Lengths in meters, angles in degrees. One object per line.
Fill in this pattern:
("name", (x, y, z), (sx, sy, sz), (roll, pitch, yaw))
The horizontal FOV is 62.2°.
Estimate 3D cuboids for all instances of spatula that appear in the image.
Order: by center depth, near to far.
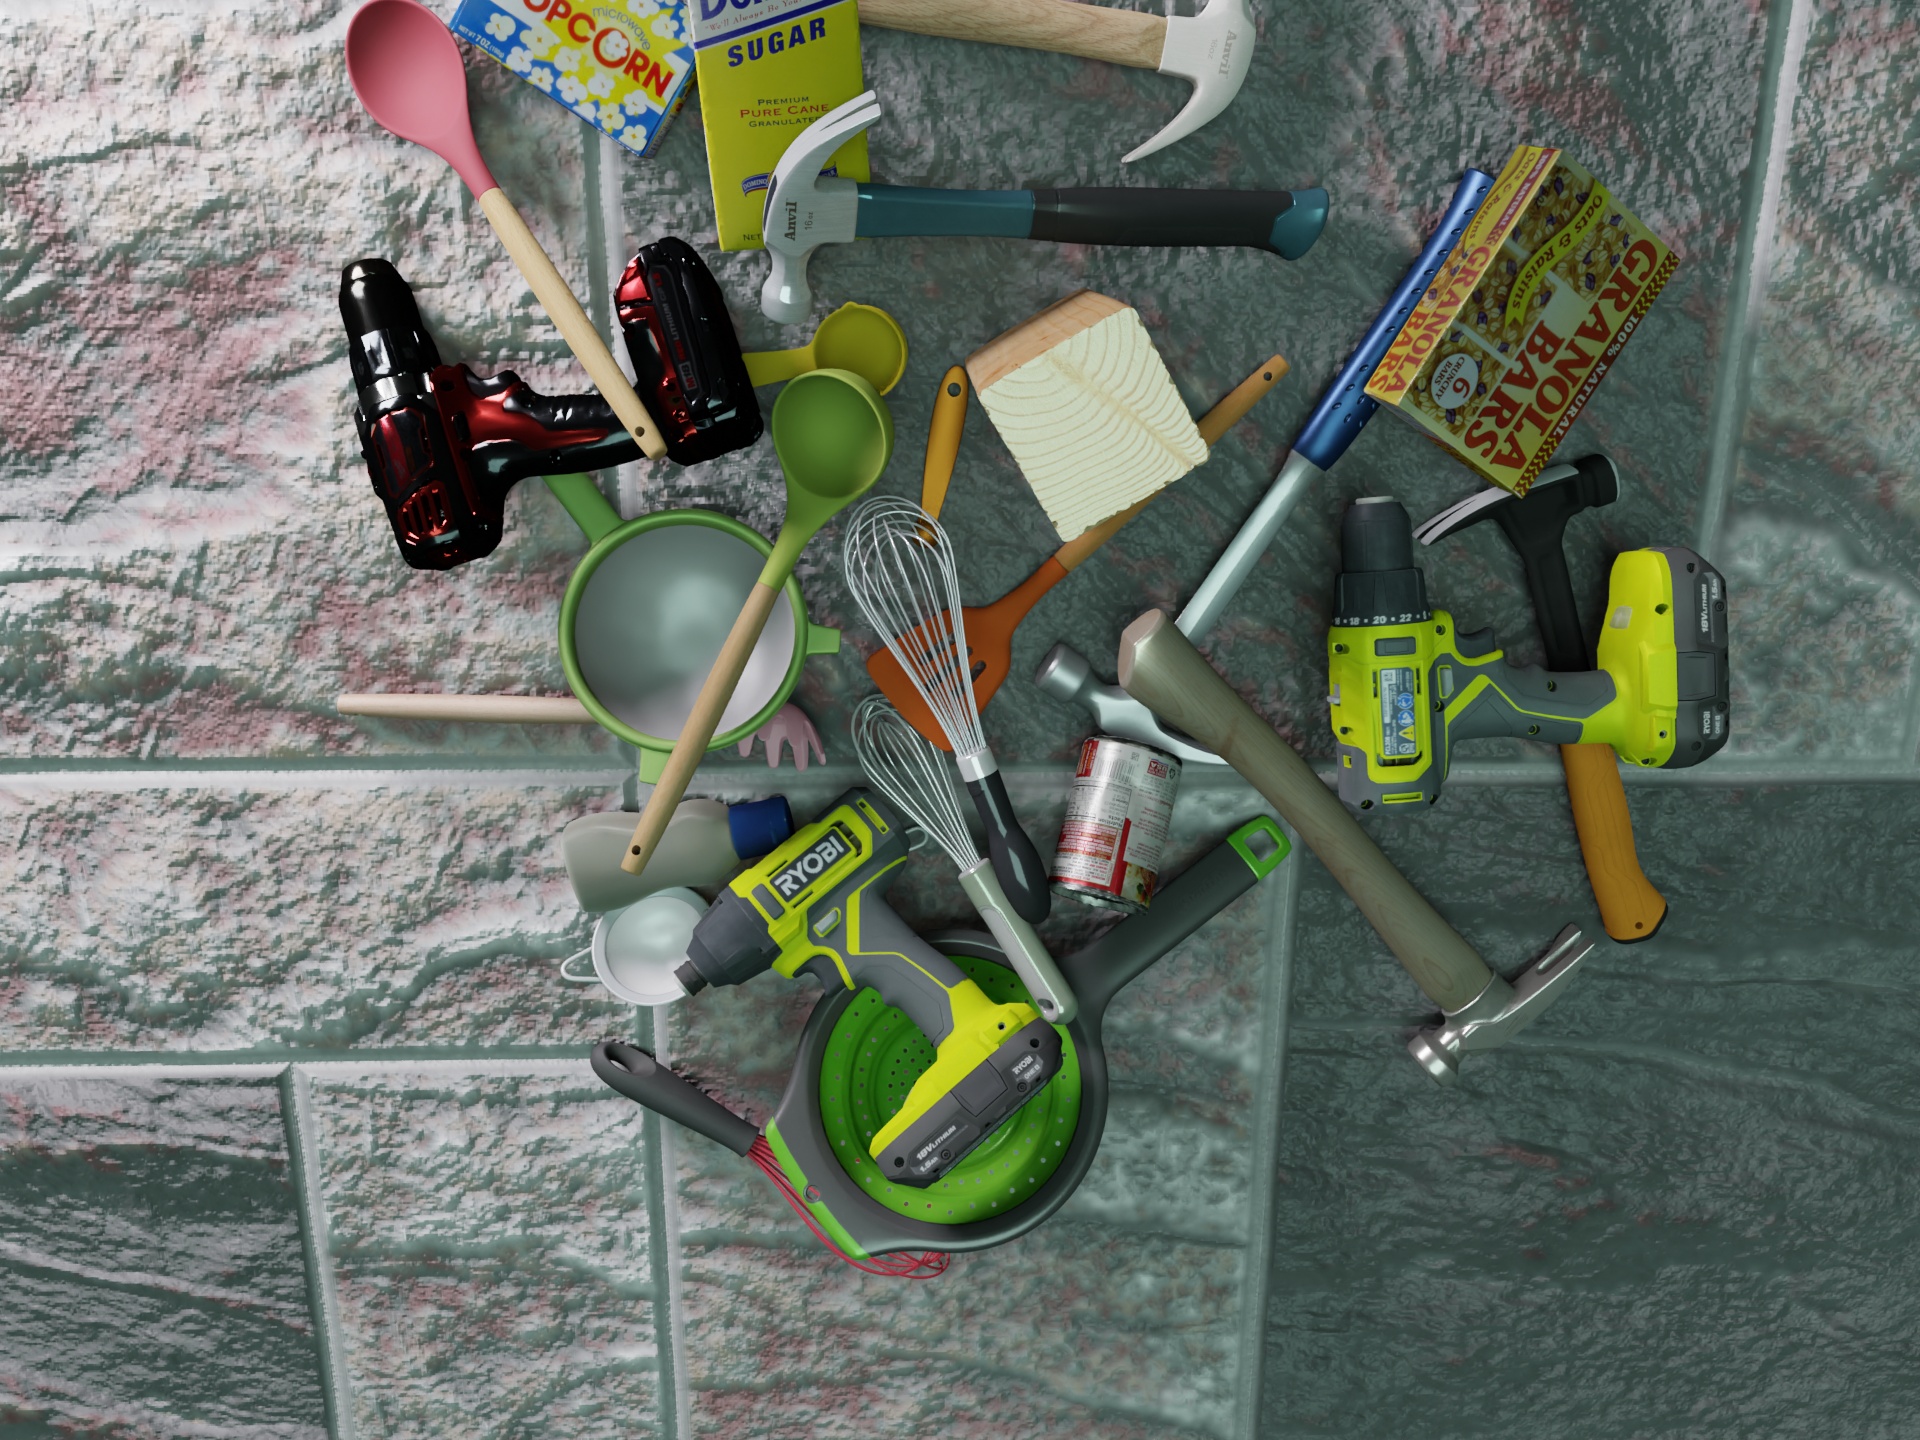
("spatula", (0.082, -0.114, 1.000), (0.322, 0.041, 0.081), (-42, 93, 9))

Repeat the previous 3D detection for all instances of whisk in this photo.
("whisk", (-0.003, -0.003, 0.979), (0.070, 0.070, 0.284), (-20, 100, 5))
("whisk", (0.004, 0.089, 1.026), (0.246, 0.059, 0.058), (58, 141, 4))
("whisk", (-0.131, 0.307, 1.120), (0.295, 0.073, 0.073), (32, 104, -6))

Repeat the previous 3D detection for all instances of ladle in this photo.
("ladle", (-0.249, -0.273, 0.888), (0.069, 0.031, 0.315), (-37, 80, 18))
("ladle", (-0.128, -0.057, 0.931), (0.078, 0.062, 0.320), (25, 87, 14))

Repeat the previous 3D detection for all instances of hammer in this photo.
("hammer", (0.003, -0.404, 0.910), (0.331, 0.031, 0.130), (8, 107, -4))
("hammer", (0.052, -0.290, 0.917), (0.331, 0.033, 0.128), (-2, 133, -12))
("hammer", (0.216, -0.151, 0.996), (0.144, 0.035, 0.405), (31, 104, -11))
("hammer", (0.253, 0.072, 1.040), (0.146, 0.038, 0.410), (-43, 111, 6))
("hammer", (0.402, 0.002, 1.051), (0.127, 0.034, 0.336), (-20, 107, 4))

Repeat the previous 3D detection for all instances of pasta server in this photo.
("pasta server", (-0.244, 0.002, 1.028), (0.316, 0.060, 0.040), (2, 71, 0))

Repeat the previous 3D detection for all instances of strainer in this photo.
("strainer", (-0.201, -0.093, 0.992), (0.151, 0.069, 0.256), (-38, 87, -6))
("strainer", (-0.140, 0.127, 1.070), (0.258, 0.050, 0.087), (-23, 64, 0))

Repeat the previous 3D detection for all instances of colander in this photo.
("colander", (0.058, 0.199, 1.077), (0.397, 0.094, 0.204), (-36, 78, -9))

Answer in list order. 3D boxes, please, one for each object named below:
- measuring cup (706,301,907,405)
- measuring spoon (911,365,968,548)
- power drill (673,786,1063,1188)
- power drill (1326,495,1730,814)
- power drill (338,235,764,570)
("measuring cup", (-0.107, -0.219, 0.974), (0.156, 0.029, 0.062), (-5, 107, 12))
("measuring spoon", (-0.012, -0.164, 0.996), (0.021, 0.011, 0.117), (10, 107, -5))
("power drill", (-0.058, 0.175, 0.998), (0.171, 0.080, 0.223), (-39, 75, -10))
("power drill", (0.338, -0.046, 0.972), (0.228, 0.080, 0.190), (-4, 96, 0))
("power drill", (-0.248, -0.207, 0.930), (0.226, 0.080, 0.188), (-19, 85, 4))
